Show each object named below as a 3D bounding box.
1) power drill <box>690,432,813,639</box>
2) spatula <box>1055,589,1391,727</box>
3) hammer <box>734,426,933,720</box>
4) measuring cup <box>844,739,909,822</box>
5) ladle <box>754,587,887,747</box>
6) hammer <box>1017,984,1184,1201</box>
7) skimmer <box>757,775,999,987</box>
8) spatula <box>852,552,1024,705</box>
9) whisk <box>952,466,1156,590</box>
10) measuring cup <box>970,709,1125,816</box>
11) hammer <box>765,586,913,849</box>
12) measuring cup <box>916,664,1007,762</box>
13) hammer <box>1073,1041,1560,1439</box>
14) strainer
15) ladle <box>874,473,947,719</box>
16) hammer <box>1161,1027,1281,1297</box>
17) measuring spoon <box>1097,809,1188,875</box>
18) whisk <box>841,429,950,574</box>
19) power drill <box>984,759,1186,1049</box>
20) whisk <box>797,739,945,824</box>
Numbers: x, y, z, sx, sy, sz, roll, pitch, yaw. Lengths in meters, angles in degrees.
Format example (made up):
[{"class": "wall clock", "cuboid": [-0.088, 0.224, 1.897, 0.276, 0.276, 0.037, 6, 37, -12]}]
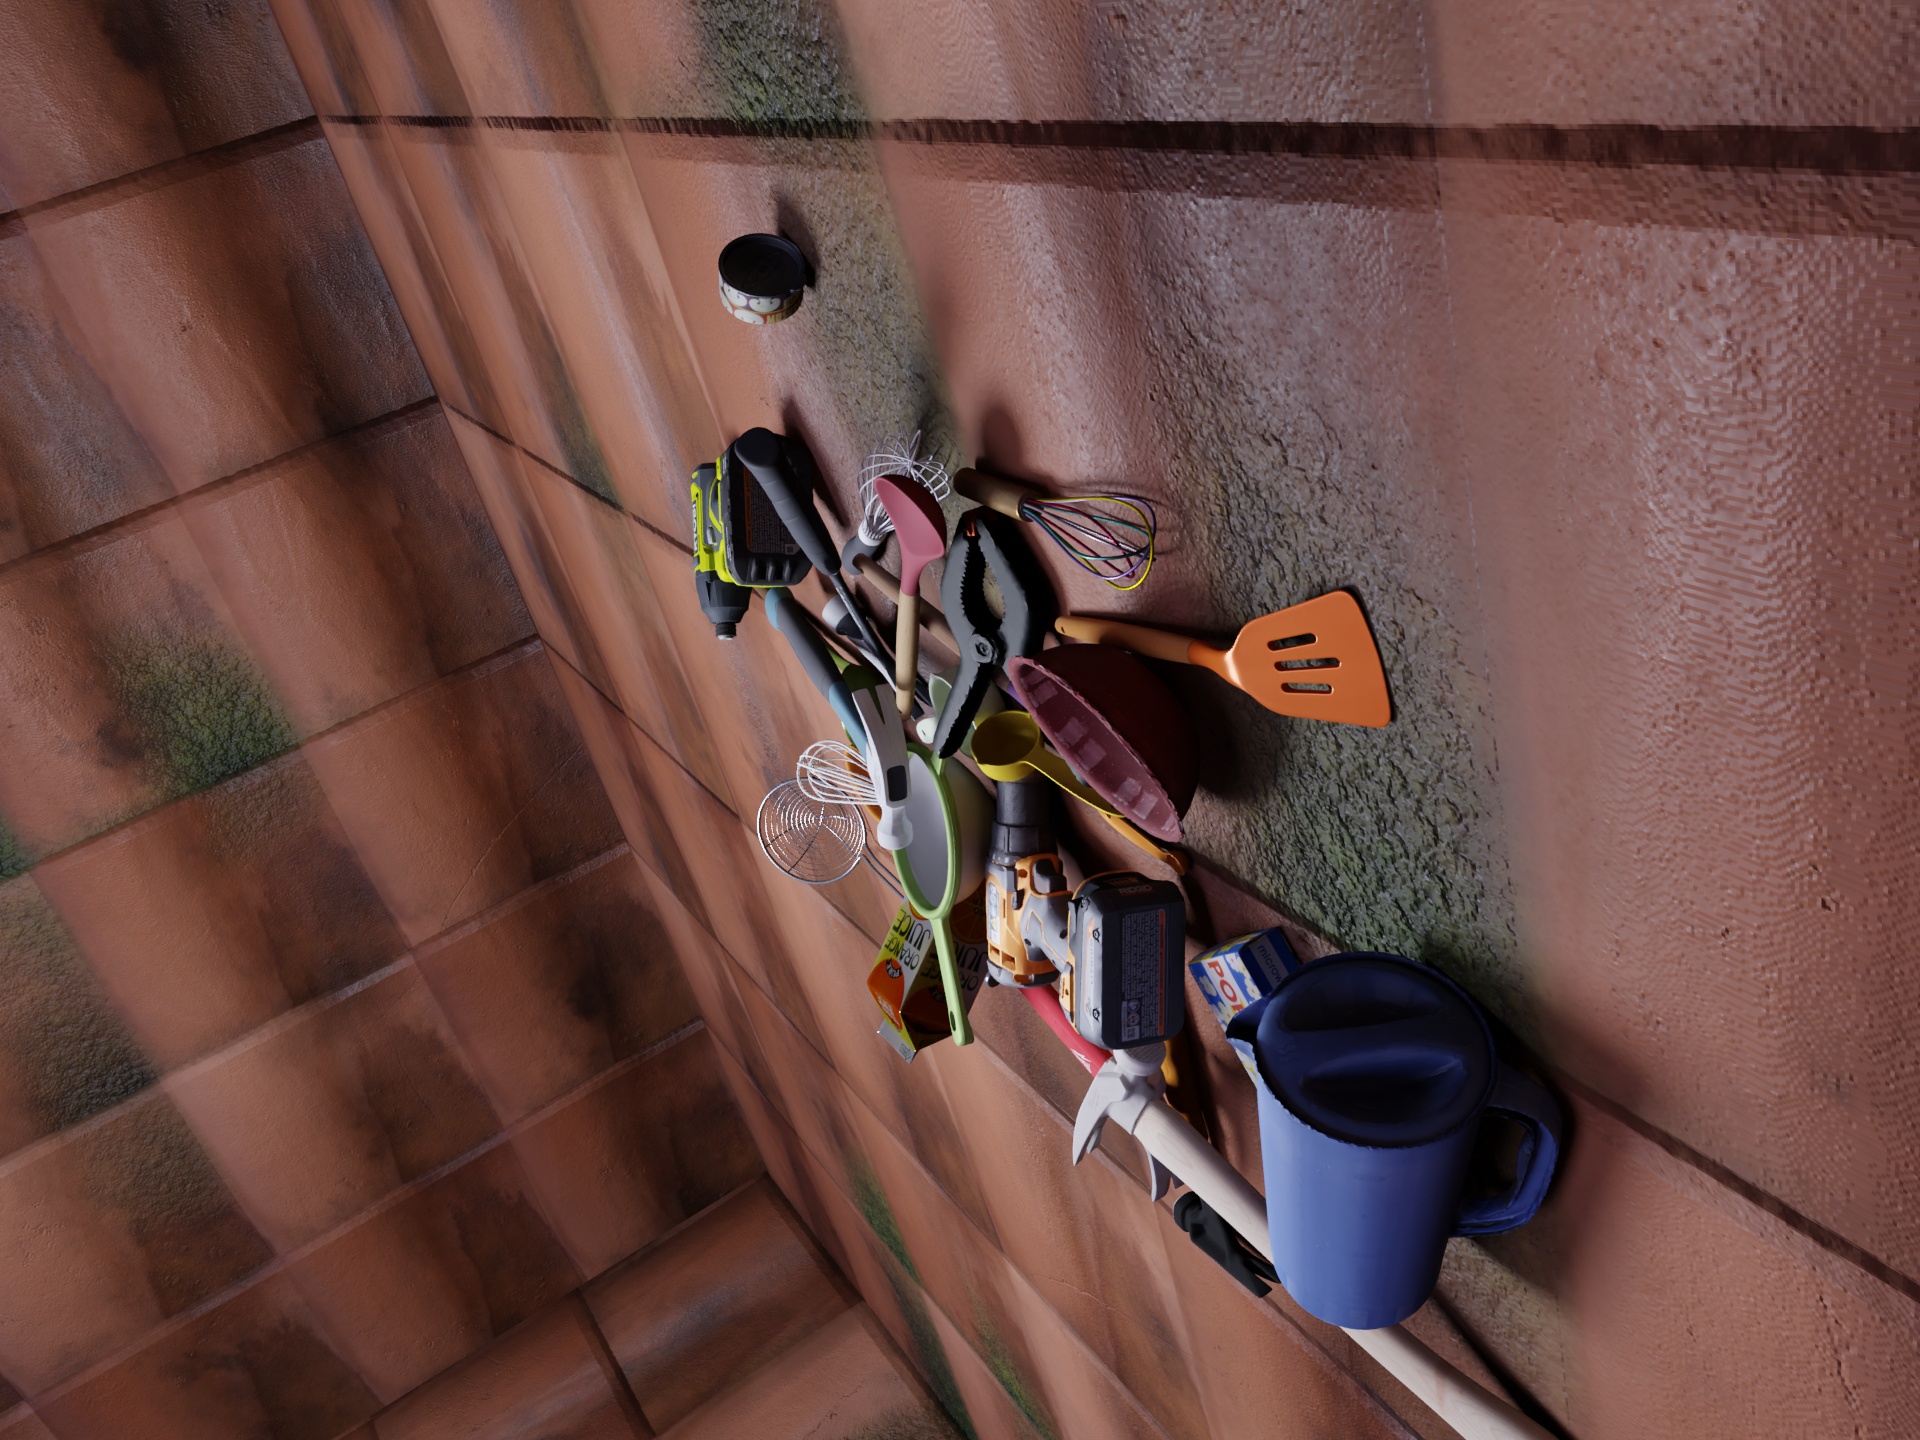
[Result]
[{"class": "power drill", "cuboid": [-0.204, -0.172, 1.490, 0.223, 0.080, 0.171, 168, 100, -69]}, {"class": "spatula", "cuboid": [0.140, -0.048, 0.972, 0.323, 0.041, 0.081, 21, 136, 66]}, {"class": "hammer", "cuboid": [-0.101, -0.117, 1.268, 0.149, 0.036, 0.408, 49, 175, 21]}, {"class": "measuring cup", "cuboid": [-0.050, 0.090, 1.550, 0.173, 0.052, 0.095, 63, 159, -8]}, {"class": "ladle", "cuboid": [-0.156, -0.075, 1.588, 0.320, 0.062, 0.078, 44, 163, 46]}, {"class": "hammer", "cuboid": [0.079, 0.260, 1.421, 0.387, 0.038, 0.143, 44, 155, 53]}, {"class": "skimmer", "cuboid": [-0.091, 0.181, 1.703, 0.364, 0.090, 0.127, 37, 117, 44]}, {"class": "spatula", "cuboid": [0.023, -0.040, 1.214, 0.316, 0.018, 0.059, 40, 150, 28]}, {"class": "whisk", "cuboid": [0.055, -0.132, 1.039, 0.245, 0.051, 0.047, 34, 151, 57]}, {"class": "measuring cup", "cuboid": [0.073, 0.042, 1.216, 0.157, 0.062, 0.029, 31, 156, 36]}, {"class": "hammer", "cuboid": [-0.113, -0.029, 1.414, 0.331, 0.033, 0.128, -127, 29, -50]}, {"class": "measuring cup", "cuboid": [-0.002, -0.004, 1.342, 0.083, 0.038, 0.167, 62, 163, -1]}, {"class": "hammer", "cuboid": [0.248, 0.399, 1.138, 0.411, 0.038, 0.146, 39, 133, 25]}, {"class": "strainer", "cuboid": [0.003, 0.141, 1.340, 0.151, 0.069, 0.256, 159, 102, -68]}, {"class": "ladle", "cuboid": [-0.039, -0.084, 1.211, 0.069, 0.031, 0.315, 43, 156, 20]}, {"class": "hammer", "cuboid": [0.187, 0.317, 1.297, 0.127, 0.034, 0.336, 28, 141, 58]}, {"class": "measuring spoon", "cuboid": [0.134, 0.084, 1.170, 0.117, 0.011, 0.021, 36, 156, 56]}, {"class": "whisk", "cuboid": [-0.065, -0.160, 1.268, 0.070, 0.070, 0.284, 61, 164, 3]}, {"class": "power drill", "cuboid": [0.084, 0.135, 1.216, 0.226, 0.084, 0.185, -158, 65, -64]}, {"class": "whisk", "cuboid": [-0.052, 0.071, 1.447, 0.246, 0.059, 0.057, 19, 172, 31]}]
